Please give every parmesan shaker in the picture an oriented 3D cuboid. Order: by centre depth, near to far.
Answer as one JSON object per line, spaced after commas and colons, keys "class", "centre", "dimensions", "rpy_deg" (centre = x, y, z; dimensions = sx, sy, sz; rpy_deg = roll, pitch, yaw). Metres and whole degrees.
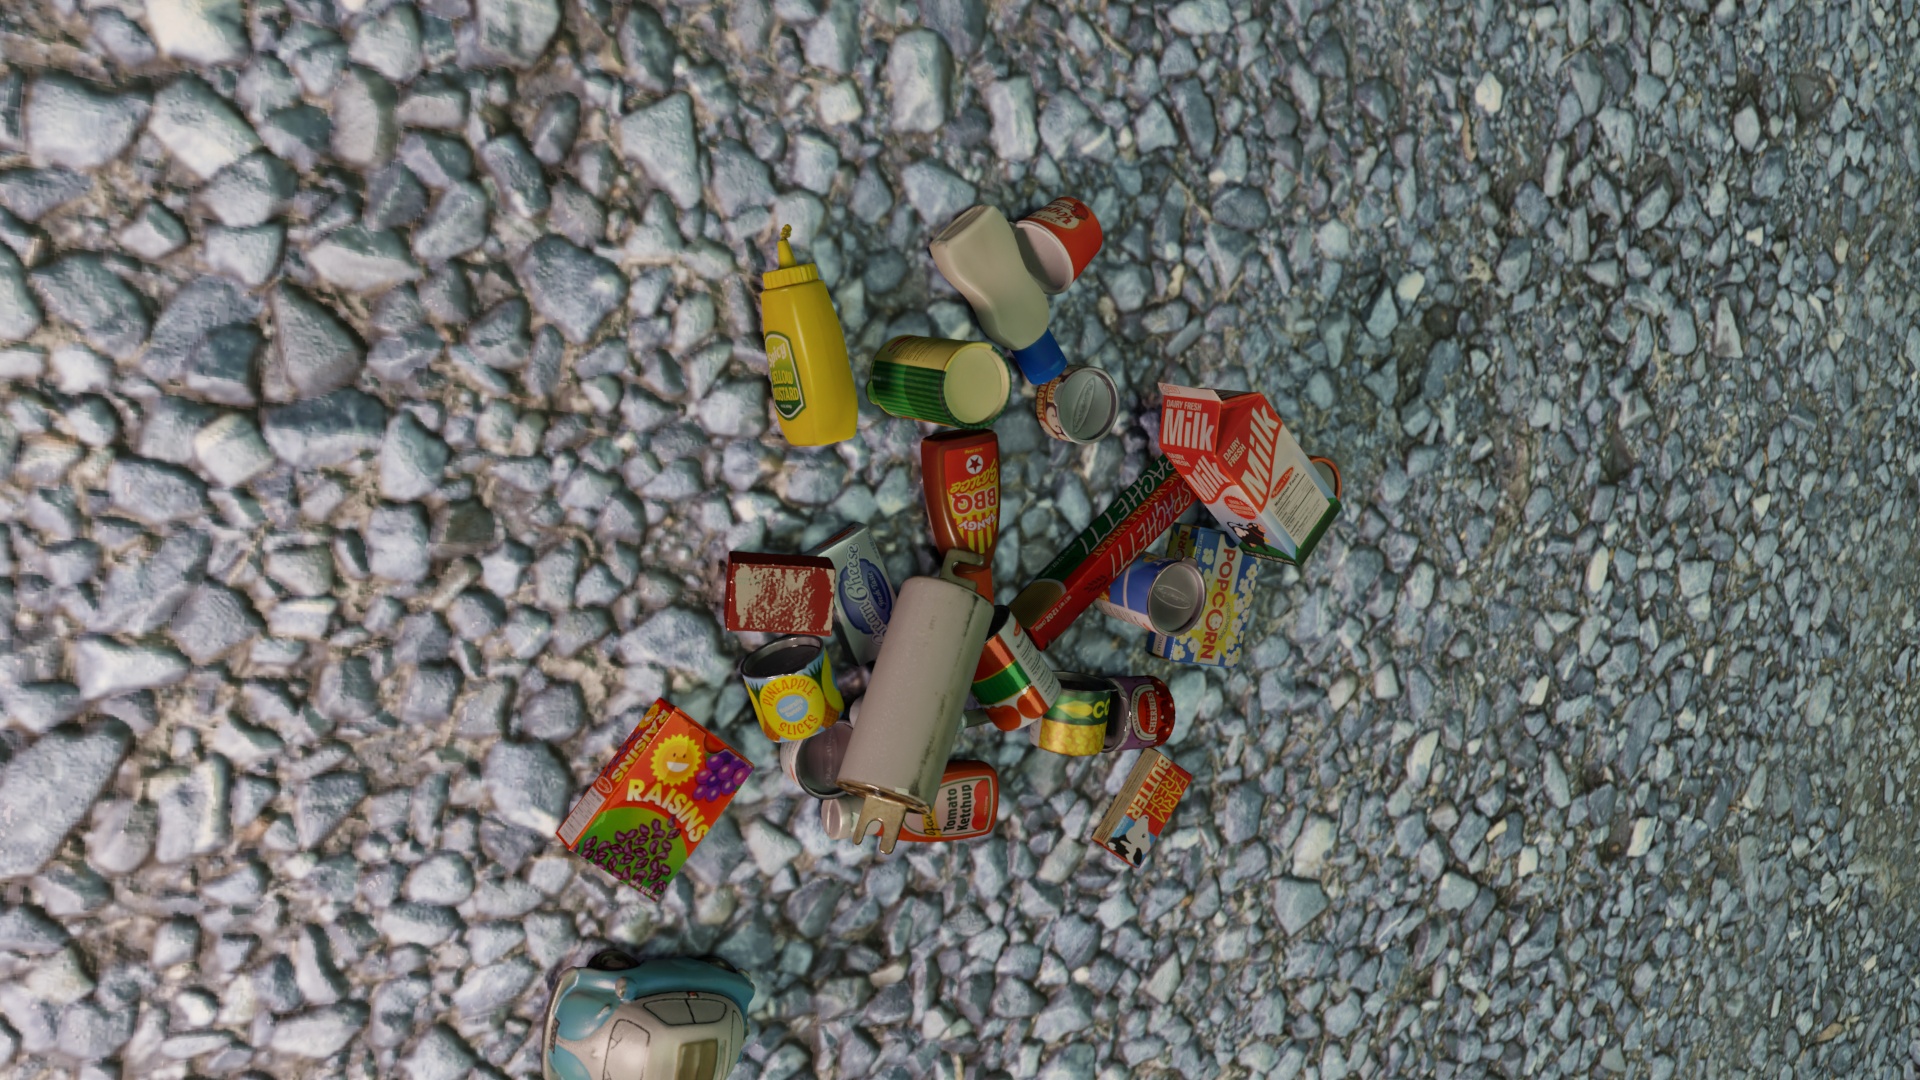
{"class": "parmesan shaker", "centre": [-0.017, -0.119, 1.055], "dimensions": [0.071, 0.103, 0.071], "rpy_deg": [-7, 104, -31]}

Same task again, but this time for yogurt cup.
{"class": "yogurt cup", "centre": [0.078, -0.240, 1.117], "dimensions": [0.054, 0.072, 0.072], "rpy_deg": [-44, 120, -27]}

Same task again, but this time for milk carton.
{"class": "milk carton", "centre": [0.240, -0.067, 1.189], "dimensions": [0.073, 0.072, 0.190], "rpy_deg": [-52, 122, -14]}

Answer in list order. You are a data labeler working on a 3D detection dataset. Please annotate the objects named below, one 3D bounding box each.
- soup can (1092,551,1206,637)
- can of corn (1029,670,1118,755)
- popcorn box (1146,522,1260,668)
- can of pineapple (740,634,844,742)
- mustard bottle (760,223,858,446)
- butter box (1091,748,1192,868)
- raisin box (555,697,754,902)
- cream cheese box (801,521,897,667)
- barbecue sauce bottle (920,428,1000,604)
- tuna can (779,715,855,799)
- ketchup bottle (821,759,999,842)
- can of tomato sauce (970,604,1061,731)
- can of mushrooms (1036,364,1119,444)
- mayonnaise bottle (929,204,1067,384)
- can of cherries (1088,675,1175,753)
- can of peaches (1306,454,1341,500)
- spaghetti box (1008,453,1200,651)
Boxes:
{"class": "soup can", "centre": [0.164, 0.041, 1.214], "dimensions": [0.071, 0.084, 0.071], "rpy_deg": [-7, 104, -32]}
{"class": "can of corn", "centre": [0.097, 0.149, 1.201], "dimensions": [0.071, 0.071, 0.058], "rpy_deg": [2, 100, -33]}
{"class": "popcorn box", "centre": [0.226, 0.052, 1.283], "dimensions": [0.085, 0.038, 0.126], "rpy_deg": [9, 95, -32]}
{"class": "can of pineapple", "centre": [-0.127, 0.112, 1.052], "dimensions": [0.071, 0.071, 0.057], "rpy_deg": [-26, 113, -26]}
{"class": "mustard bottle", "centre": [-0.116, -0.149, 1.013], "dimensions": [0.049, 0.065, 0.160], "rpy_deg": [-18, 103, -34]}
{"class": "butter box", "centre": [0.170, 0.248, 1.294], "dimensions": [0.053, 0.024, 0.103], "rpy_deg": [40, 78, -31]}
{"class": "raisin box", "centre": [-0.223, 0.190, 1.023], "dimensions": [0.086, 0.040, 0.123], "rpy_deg": [44, 75, -30]}
{"class": "cream cheese box", "centre": [-0.081, 0.043, 1.094], "dimensions": [0.053, 0.024, 0.103], "rpy_deg": [-30, 114, -23]}
{"class": "barbecue sauce bottle", "centre": [0.004, -0.014, 1.126], "dimensions": [0.065, 0.043, 0.148], "rpy_deg": [-13, 107, -32]}
{"class": "tuna can", "centre": [-0.105, 0.168, 1.098], "dimensions": [0.071, 0.033, 0.071], "rpy_deg": [-7, 103, -31]}
{"class": "ketchup bottle", "centre": [-0.041, 0.219, 1.143], "dimensions": [0.149, 0.043, 0.064], "rpy_deg": [-1, 100, -32]}
{"class": "can of tomato sauce", "centre": [0.033, 0.106, 1.144], "dimensions": [0.071, 0.071, 0.083], "rpy_deg": [-41, 109, -19]}
{"class": "can of mushrooms", "centre": [0.097, -0.116, 1.171], "dimensions": [0.071, 0.033, 0.071], "rpy_deg": [-8, 104, -31]}
{"class": "mayonnaise bottle", "centre": [0.036, -0.192, 1.114], "dimensions": [0.065, 0.041, 0.147], "rpy_deg": [-43, 120, -16]}
{"class": "can of cherries", "centre": [0.150, 0.154, 1.235], "dimensions": [0.058, 0.071, 0.071], "rpy_deg": [1, 99, -33]}
{"class": "can of peaches", "centre": [0.317, -0.052, 1.309], "dimensions": [0.071, 0.058, 0.071], "rpy_deg": [-7, 103, -31]}
{"class": "spaghetti box", "centre": [0.135, -0.001, 1.208], "dimensions": [0.251, 0.050, 0.028], "rpy_deg": [-43, 120, -19]}
